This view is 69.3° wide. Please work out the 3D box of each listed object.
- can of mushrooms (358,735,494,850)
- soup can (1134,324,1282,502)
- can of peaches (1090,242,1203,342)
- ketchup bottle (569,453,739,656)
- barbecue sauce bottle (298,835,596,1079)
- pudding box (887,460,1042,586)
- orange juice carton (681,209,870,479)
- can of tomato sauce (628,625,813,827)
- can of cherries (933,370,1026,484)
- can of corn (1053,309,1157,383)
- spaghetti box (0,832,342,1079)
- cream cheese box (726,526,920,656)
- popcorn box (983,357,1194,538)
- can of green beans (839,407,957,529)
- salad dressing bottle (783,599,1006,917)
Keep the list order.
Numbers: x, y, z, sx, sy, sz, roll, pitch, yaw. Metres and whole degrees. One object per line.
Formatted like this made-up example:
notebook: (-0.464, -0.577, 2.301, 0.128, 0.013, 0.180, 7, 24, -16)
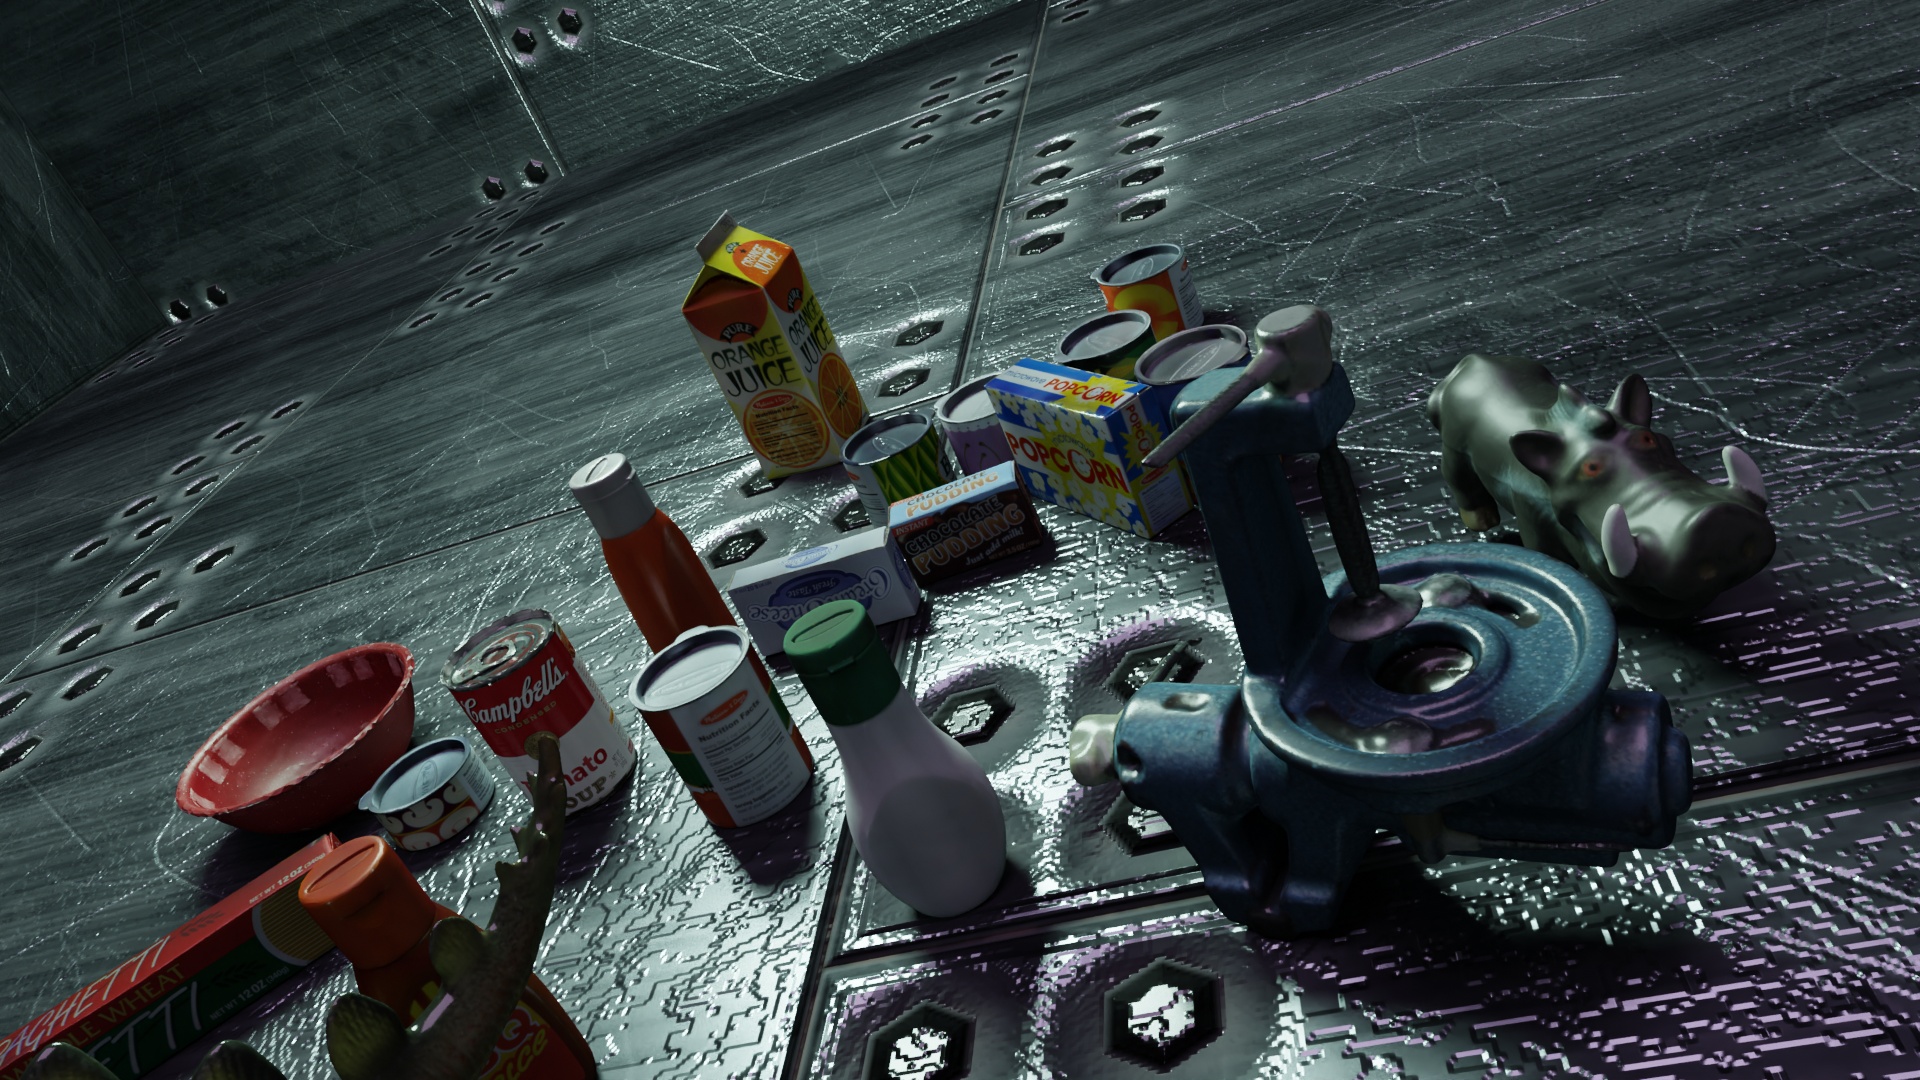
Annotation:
can of mushrooms: (-0.317, 0.151, 0.827, 0.071, 0.033, 0.071, -18, 28, 10)
soup can: (0.147, -0.073, 0.806, 0.071, 0.083, 0.072, -19, 28, 10)
can of peaches: (0.138, -0.178, 1.022, 0.071, 0.058, 0.071, -18, 28, 10)
ketchup bottle: (-0.181, 0.019, 0.829, 0.043, 0.148, 0.065, -15, 29, 17)
barbecue sauce bottle: (-0.210, 0.184, 0.565, 0.065, 0.148, 0.044, -36, 30, -21)
pudding box: (0.003, -0.011, 0.845, 0.083, 0.049, 0.030, -19, 28, 9)
orange juice carton: (-0.145, -0.149, 1.045, 0.073, 0.192, 0.072, -12, 30, 22)
can of tomato sauce: (-0.123, 0.096, 0.721, 0.071, 0.082, 0.071, -19, 28, 10)
can of cherries: (0.024, -0.072, 0.927, 0.071, 0.058, 0.072, -18, 28, 10)
can of corn: (0.103, -0.113, 0.937, 0.071, 0.058, 0.071, -18, 28, 10)
spaghetti box: (-0.431, 0.249, 0.727, 0.251, 0.050, 0.029, -34, 29, -18)
cream cheese box: (-0.081, 0.031, 0.832, 0.104, 0.053, 0.024, -16, 29, 14)
popcorn box: (0.075, -0.058, 0.834, 0.038, 0.085, 0.127, -35, 30, -20)
can of green beans: (-0.039, -0.045, 0.929, 0.071, 0.057, 0.071, -18, 28, 10)
salad dressing bottle: (-0.027, 0.093, 0.584, 0.064, 0.147, 0.044, -26, 28, -4)
